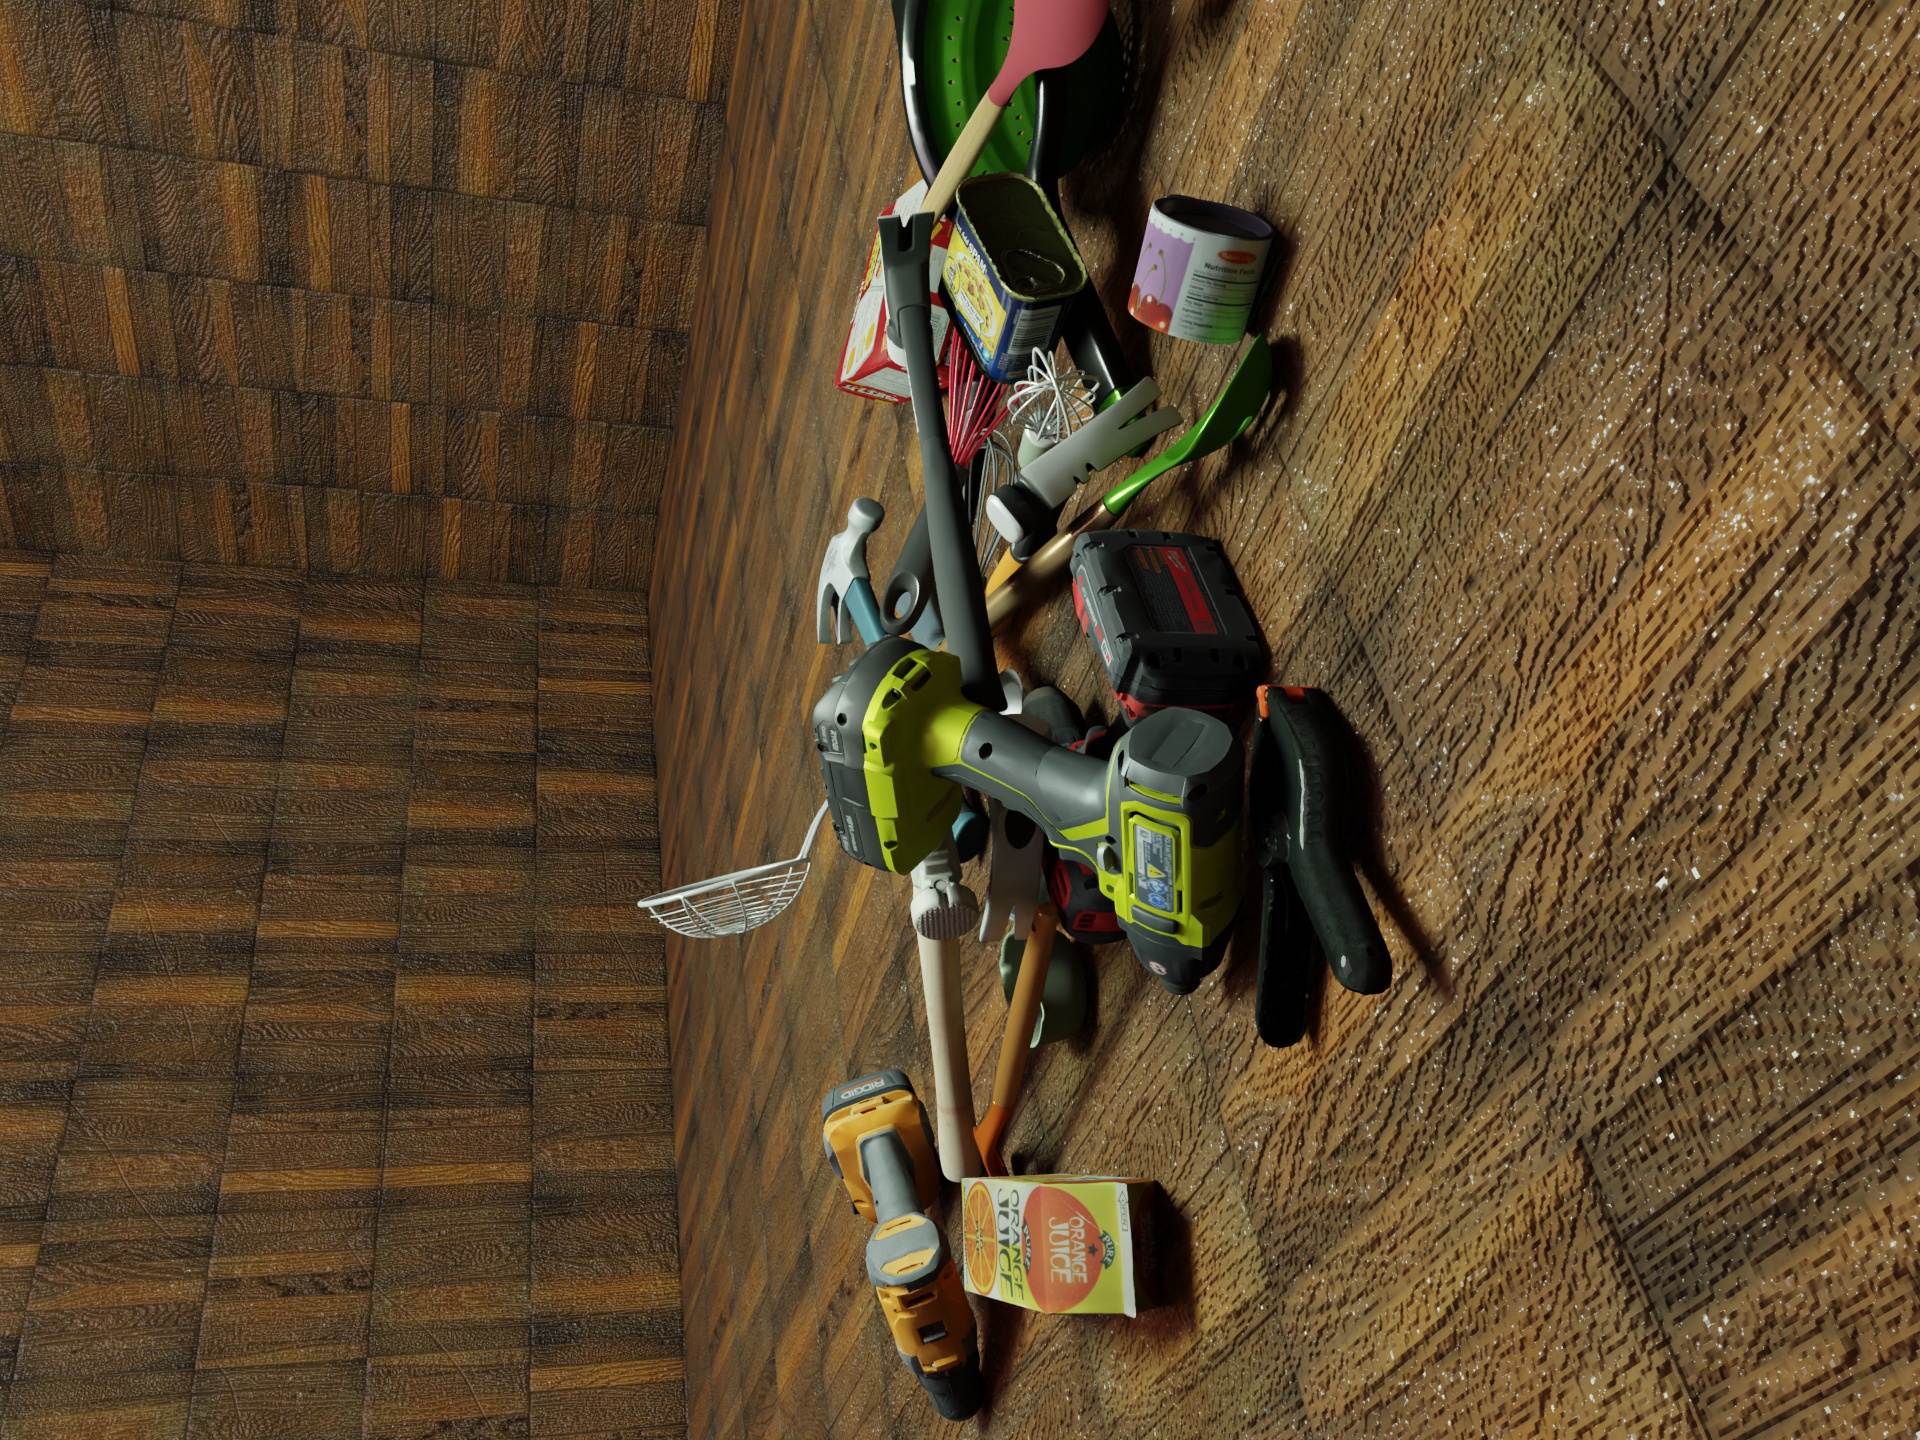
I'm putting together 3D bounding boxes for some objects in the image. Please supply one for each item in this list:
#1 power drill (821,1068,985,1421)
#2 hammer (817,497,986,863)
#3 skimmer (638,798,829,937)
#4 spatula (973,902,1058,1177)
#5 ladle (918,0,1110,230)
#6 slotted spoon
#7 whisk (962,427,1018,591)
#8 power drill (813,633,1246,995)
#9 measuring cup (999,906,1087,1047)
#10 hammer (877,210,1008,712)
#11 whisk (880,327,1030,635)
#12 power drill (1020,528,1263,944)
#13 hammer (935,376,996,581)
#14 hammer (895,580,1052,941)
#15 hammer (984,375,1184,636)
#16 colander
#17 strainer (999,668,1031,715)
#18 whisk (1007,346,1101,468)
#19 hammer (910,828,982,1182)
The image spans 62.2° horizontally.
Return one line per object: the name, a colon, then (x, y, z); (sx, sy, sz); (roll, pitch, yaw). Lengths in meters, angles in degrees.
power drill: (-0.036, 0.403, 1.217); (0.226, 0.084, 0.185); (-117, 10, -60)
hammer: (-0.050, -0.027, 1.328); (0.128, 0.033, 0.331); (-58, 45, 41)
skimmer: (-0.107, 0.019, 1.219); (0.363, 0.090, 0.127); (-58, 17, -22)
spatula: (0.040, 0.227, 1.024); (0.081, 0.041, 0.322); (-114, 24, -44)
ladle: (0.016, -0.377, 0.996); (0.069, 0.031, 0.315); (66, 158, 5)
slotted spoon: (0.073, -0.110, 0.911); (0.313, 0.031, 0.070); (-39, 12, 44)
whisk: (0.012, -0.109, 1.236); (0.055, 0.055, 0.238); (-121, 32, -61)
power drill: (0.040, 0.051, 0.830); (0.223, 0.080, 0.171); (20, 136, 28)
measuring cup: (0.055, 0.130, 1.032); (0.083, 0.038, 0.167); (-144, 50, -67)
hammer: (-0.012, -0.152, 0.958); (0.146, 0.035, 0.335); (89, 172, -64)
whisk: (0.002, -0.199, 1.139); (0.296, 0.073, 0.073); (-70, 17, -4)
power drill: (0.086, -0.005, 0.929); (0.188, 0.080, 0.226); (-104, 21, -44)
hammer: (-0.022, -0.095, 1.356); (0.149, 0.036, 0.408); (-118, 35, -57)
hammer: (-0.002, -0.003, 1.090); (0.387, 0.038, 0.143); (-115, 25, -64)
hammer: (0.050, -0.118, 1.052); (0.034, 0.127, 0.337); (51, 166, 4)
colander: (0.072, -0.355, 1.036); (0.397, 0.094, 0.204); (69, 156, 13)
strainer: (0.004, 0.010, 1.182); (0.258, 0.050, 0.087); (-3, 78, 62)
whisk: (0.054, -0.191, 1.029); (0.246, 0.058, 0.059); (134, 114, -89)
hammer: (-0.011, 0.189, 1.084); (0.410, 0.038, 0.146); (86, 173, -47)
